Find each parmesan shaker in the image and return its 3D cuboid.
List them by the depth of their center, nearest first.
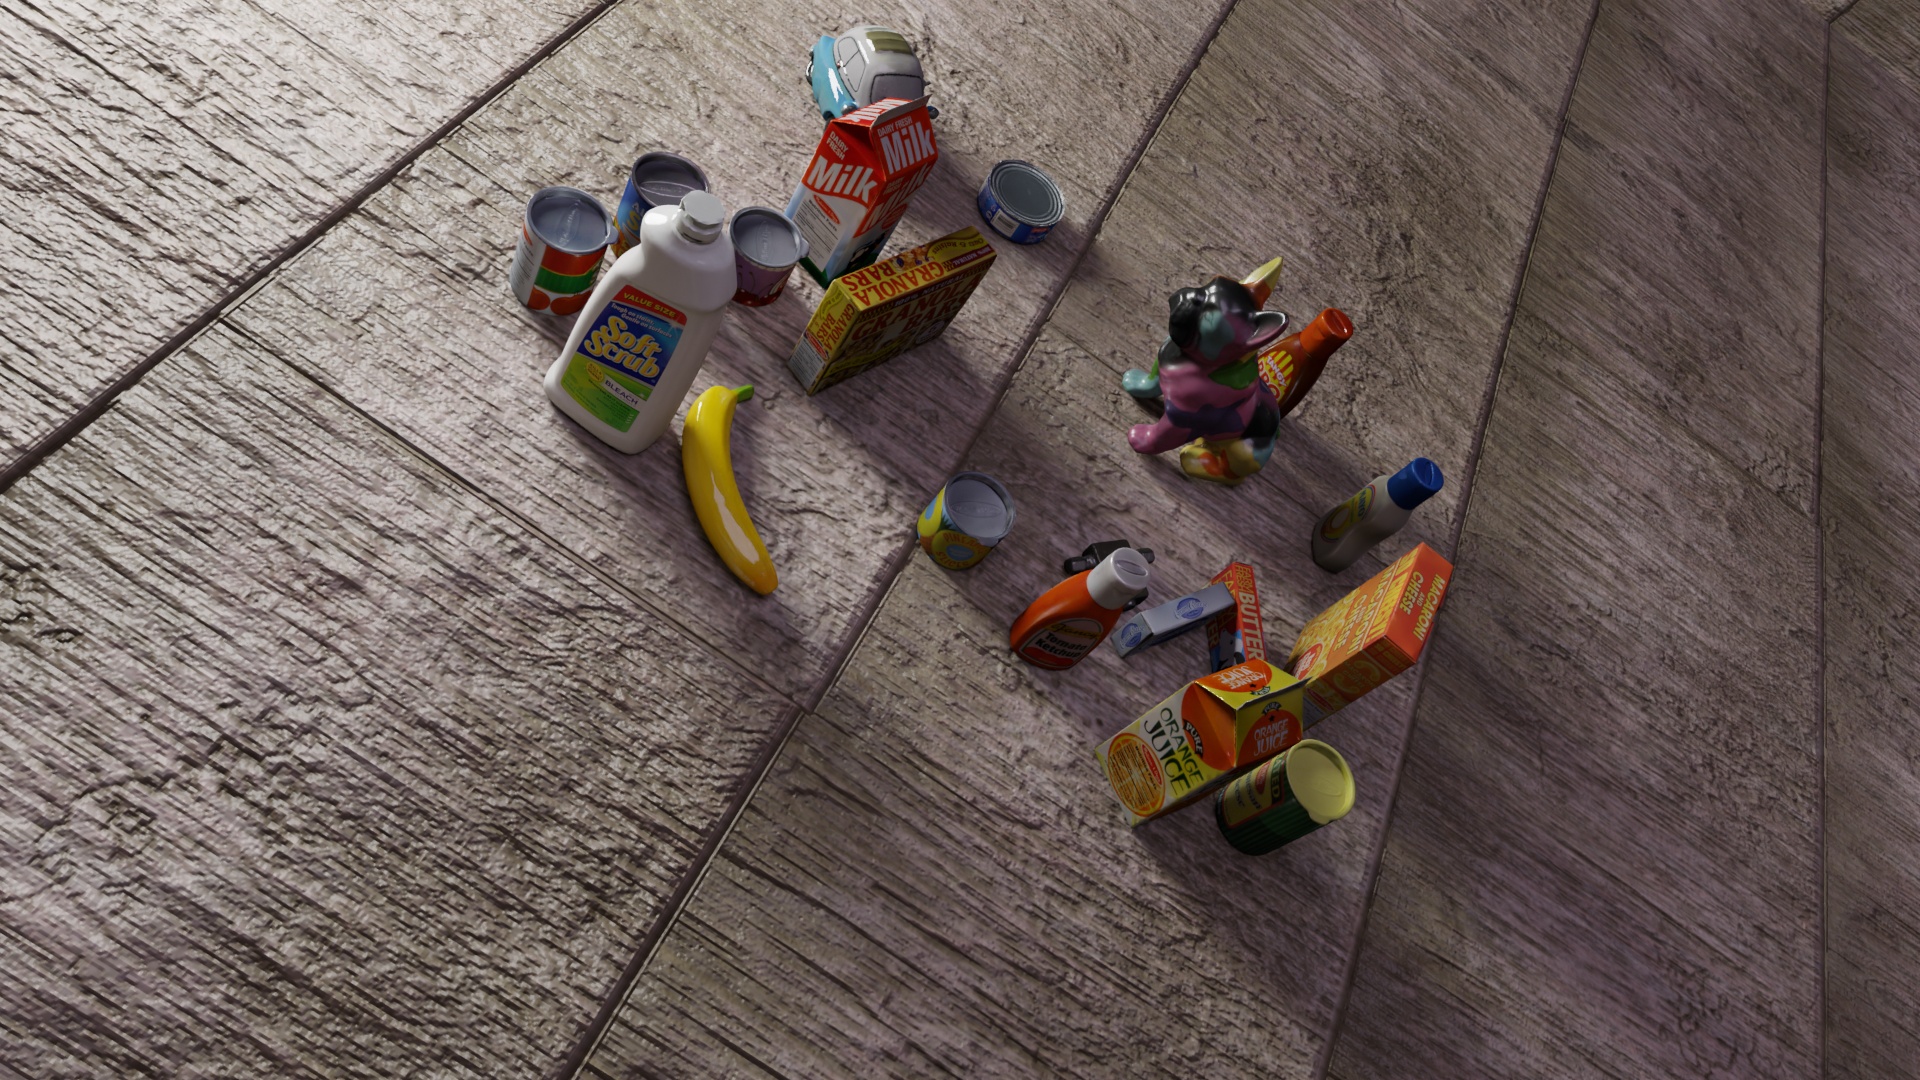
[{"bbox_3d":[0.262,0.213,1.130,0.071,0.102,0.071,14,56,-21],"label":"parmesan shaker"}]

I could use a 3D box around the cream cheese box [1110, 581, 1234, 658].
[{"bbox_3d":[0.185,0.069,1.209,0.104,0.053,0.024,-17,71,-35],"label":"cream cheese box"}]

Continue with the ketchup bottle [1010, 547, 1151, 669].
[{"bbox_3d":[0.099,0.054,1.110,0.065,0.148,0.044,19,54,-17],"label":"ketchup bottle"}]

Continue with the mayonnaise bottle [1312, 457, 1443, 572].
[{"bbox_3d":[0.395,-0.027,1.320,0.041,0.147,0.065,26,53,-13],"label":"mayonnaise bottle"}]

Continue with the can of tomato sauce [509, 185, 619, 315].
[{"bbox_3d":[-0.315,-0.228,1.101,0.071,0.082,0.071,14,56,-21],"label":"can of tomato sauce"}]

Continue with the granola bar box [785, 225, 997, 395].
[{"bbox_3d":[-0.059,-0.198,1.195,0.166,0.123,0.039,-31,79,-38],"label":"granola bar box"}]

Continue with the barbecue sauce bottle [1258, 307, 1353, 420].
[{"bbox_3d":[0.327,-0.172,1.371,0.044,0.147,0.065,-14,69,-34],"label":"barbecue sauce bottle"}]

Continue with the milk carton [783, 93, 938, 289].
[{"bbox_3d":[-0.085,-0.313,1.208,0.073,0.189,0.073,48,51,5],"label":"milk carton"}]

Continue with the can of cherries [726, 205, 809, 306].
[{"bbox_3d":[-0.174,-0.244,1.203,0.071,0.058,0.072,14,56,-21],"label":"can of cherries"}]

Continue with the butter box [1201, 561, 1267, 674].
[{"bbox_3d":[0.243,0.076,1.236,0.024,0.053,0.104,12,57,-22],"label":"butter box"}]

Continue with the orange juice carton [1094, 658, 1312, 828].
[{"bbox_3d":[0.190,0.151,1.072,0.072,0.191,0.073,-12,69,-33],"label":"orange juice carton"}]

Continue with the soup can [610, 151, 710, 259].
[{"bbox_3d":[-0.252,-0.270,1.160,0.071,0.083,0.071,14,56,-21],"label":"soup can"}]

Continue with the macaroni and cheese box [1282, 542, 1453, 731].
[{"bbox_3d":[0.347,0.088,1.212,0.040,0.165,0.124,39,51,-2],"label":"macaroni and cheese box"}]

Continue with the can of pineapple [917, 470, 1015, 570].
[{"bbox_3d":[0.004,-0.015,1.159,0.071,0.057,0.071,14,56,-21],"label":"can of pineapple"}]
